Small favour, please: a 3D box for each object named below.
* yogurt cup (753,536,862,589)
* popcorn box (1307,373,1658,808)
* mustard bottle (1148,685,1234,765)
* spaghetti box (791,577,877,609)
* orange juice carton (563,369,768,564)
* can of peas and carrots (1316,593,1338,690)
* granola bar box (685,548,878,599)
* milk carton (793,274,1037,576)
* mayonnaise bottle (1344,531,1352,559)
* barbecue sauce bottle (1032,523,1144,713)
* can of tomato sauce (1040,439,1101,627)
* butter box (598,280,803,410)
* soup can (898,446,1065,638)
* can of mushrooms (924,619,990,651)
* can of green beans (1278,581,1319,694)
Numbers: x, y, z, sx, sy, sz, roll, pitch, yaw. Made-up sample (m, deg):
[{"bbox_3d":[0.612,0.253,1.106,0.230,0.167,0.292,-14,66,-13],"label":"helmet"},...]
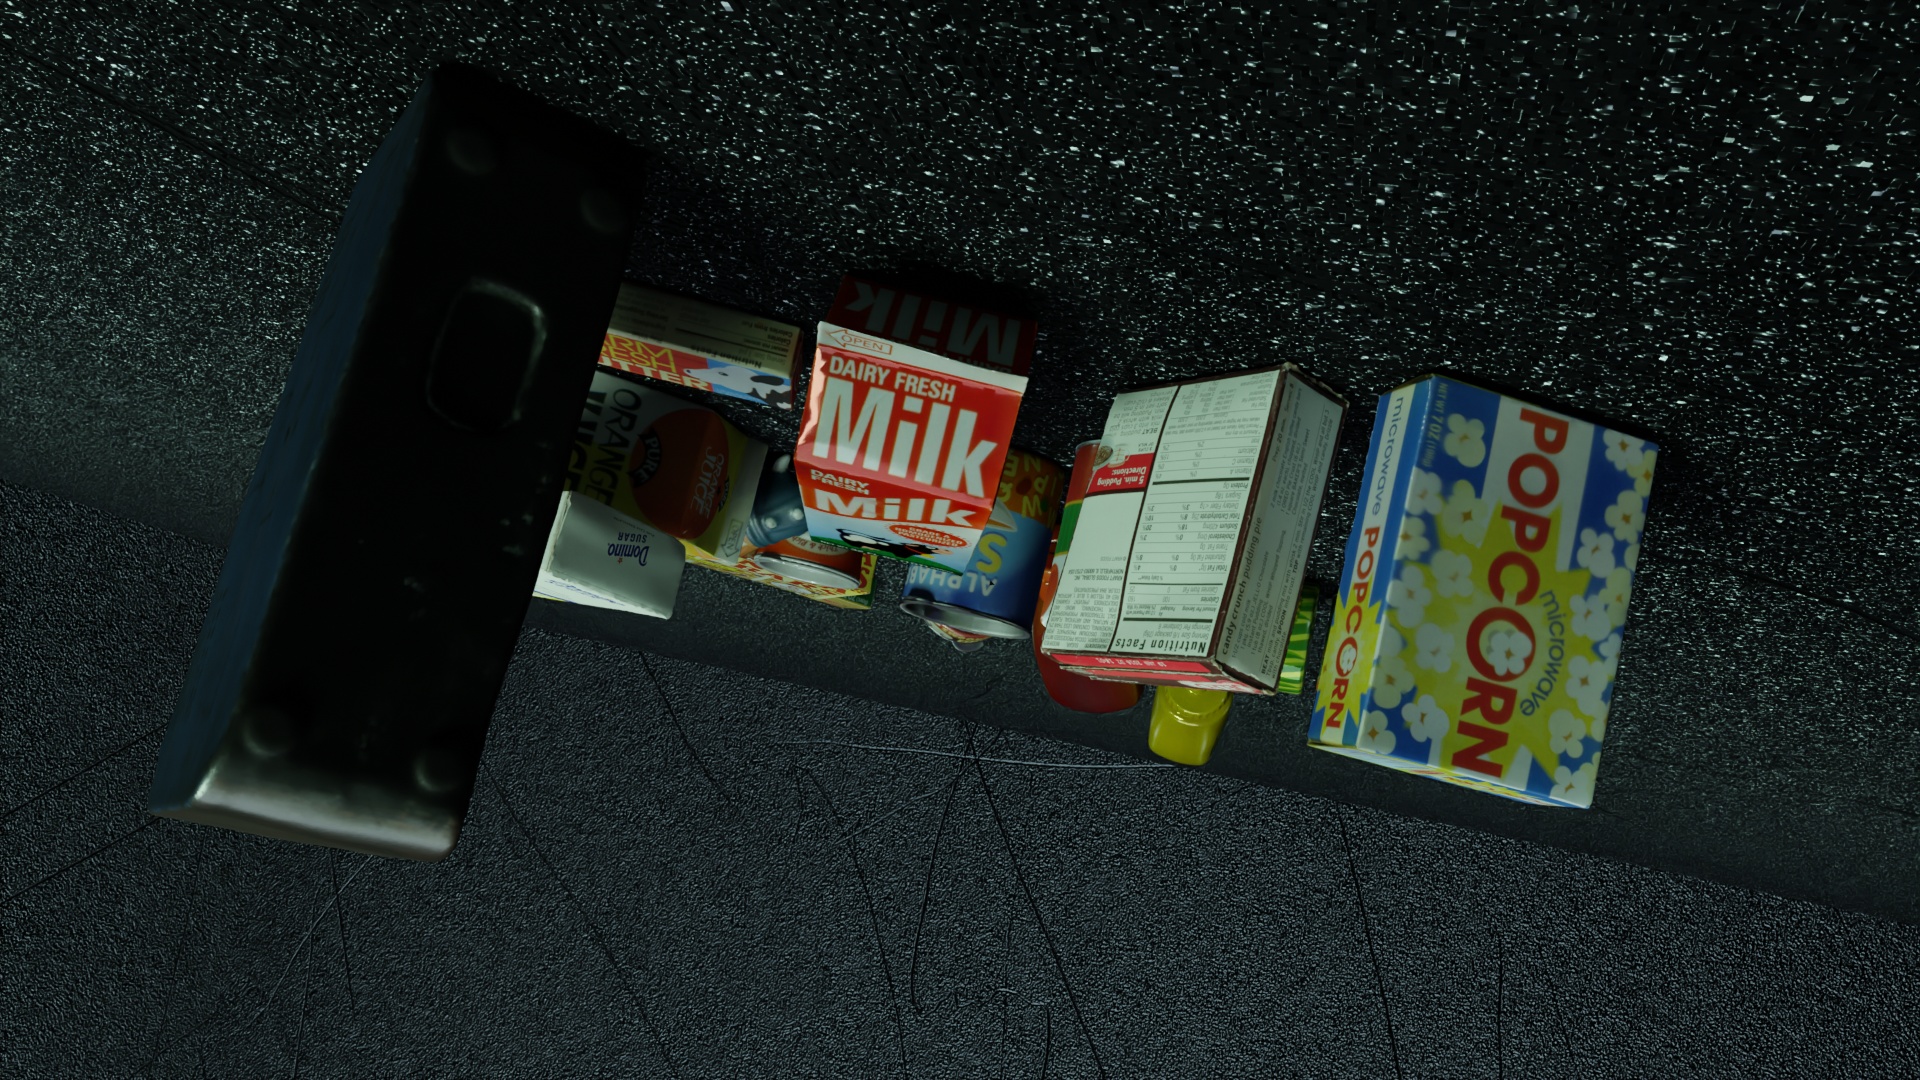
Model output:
[{"bbox_3d":[-0.090,-0.003,0.869,0.072,0.054,0.072,13,169,3],"label":"yogurt cup"},{"bbox_3d":[0.173,0.017,0.461,0.085,0.127,0.038,16,172,-10],"label":"popcorn box"},{"bbox_3d":[0.150,0.104,0.897,0.049,0.065,0.160,15,165,11],"label":"mustard bottle"},{"bbox_3d":[-0.183,0.010,1.119,0.250,0.029,0.050,20,167,-33],"label":"spaghetti box"},{"bbox_3d":[-0.198,-0.047,0.726,0.193,0.072,0.073,18,169,-23],"label":"orange juice carton"},{"bbox_3d":[0.243,0.066,0.811,0.071,0.059,0.071,13,168,3],"label":"can of peas and carrots"},{"bbox_3d":[-0.157,0.001,1.013,0.165,0.039,0.124,18,169,-21],"label":"granola bar box"},{"bbox_3d":[-0.018,-0.042,0.530,0.072,0.073,0.190,14,169,-2],"label":"milk carton"},{"bbox_3d":[0.226,0.026,0.674,0.065,0.041,0.148,4,165,34],"label":"mayonnaise bottle"},{"bbox_3d":[0.072,0.049,0.842,0.065,0.044,0.147,2,143,18],"label":"barbecue sauce bottle"},{"bbox_3d":[0.076,0.004,0.630,0.071,0.083,0.071,13,168,3],"label":"can of tomato sauce"},{"bbox_3d":[-0.117,-0.083,0.574,0.103,0.024,0.053,14,169,-4],"label":"butter box"},{"bbox_3d":[0.010,-0.001,0.682,0.071,0.084,0.071,13,169,3],"label":"soup can"},{"bbox_3d":[0.007,0.036,0.911,0.071,0.071,0.033,15,167,-8],"label":"can of mushrooms"},{"bbox_3d":[0.173,0.052,0.803,0.058,0.071,0.071,9,168,16],"label":"can of green beans"}]
